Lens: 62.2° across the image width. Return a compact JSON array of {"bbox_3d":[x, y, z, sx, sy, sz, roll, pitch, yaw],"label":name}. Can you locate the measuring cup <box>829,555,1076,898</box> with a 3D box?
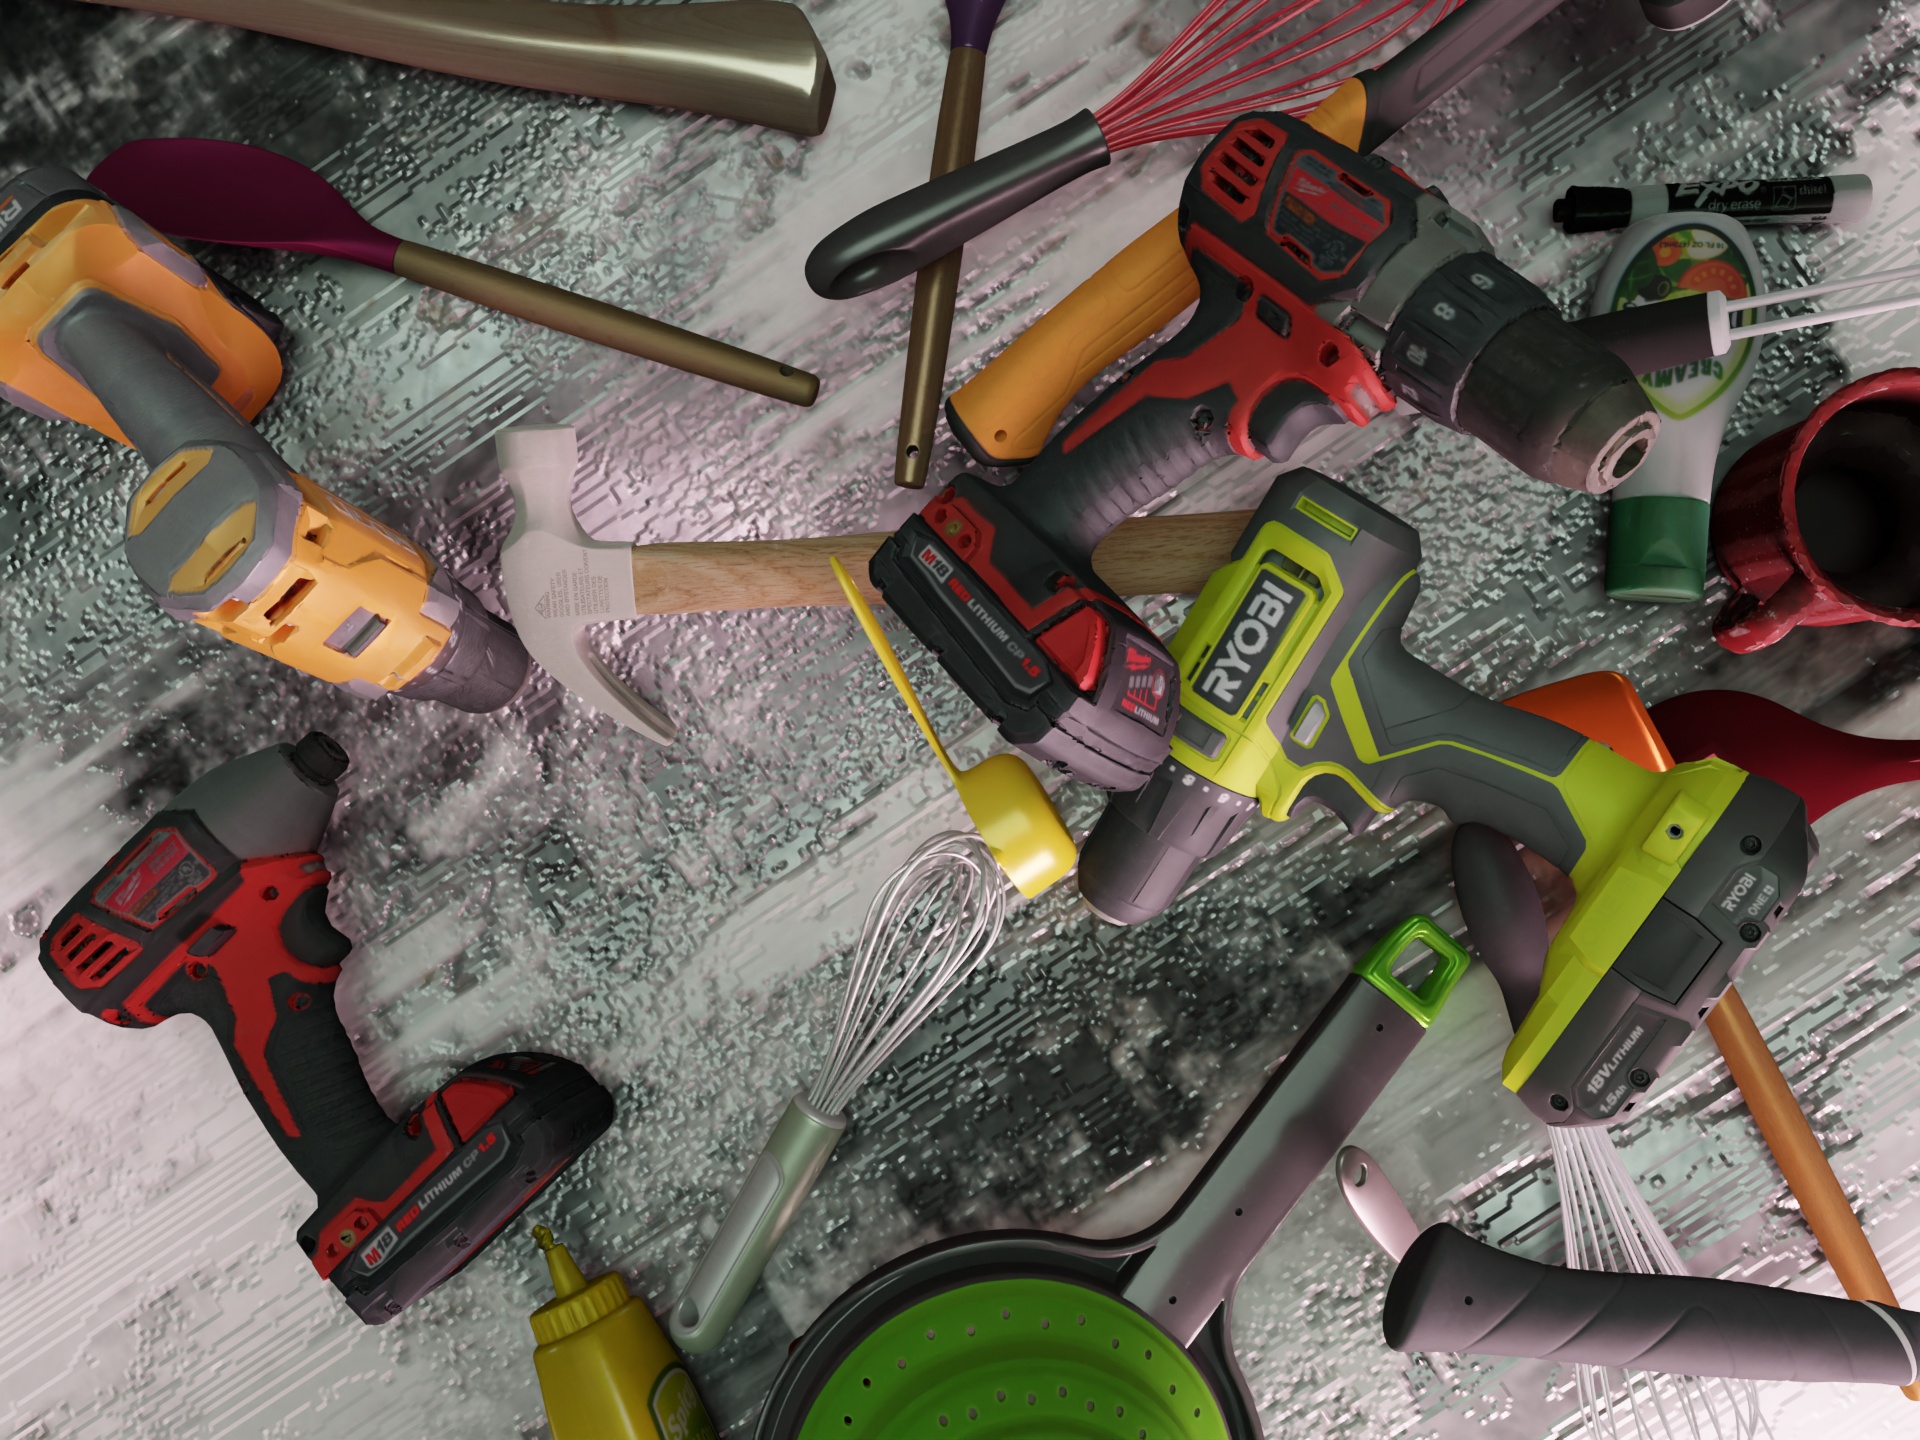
[{"bbox_3d":[-0.001,-0.002,0.622,0.029,0.062,0.156,-30,101,5],"label":"measuring cup"}]

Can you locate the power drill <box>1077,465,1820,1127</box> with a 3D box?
[{"bbox_3d":[0.164,0.041,0.585,0.229,0.080,0.190,36,108,22],"label":"power drill"}]

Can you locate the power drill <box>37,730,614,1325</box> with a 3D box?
[{"bbox_3d":[-0.253,0.117,0.645,0.143,0.078,0.220,-44,84,1],"label":"power drill"}]

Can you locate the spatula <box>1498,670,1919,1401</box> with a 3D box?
[{"bbox_3d":[0.299,0.126,0.622,0.081,0.041,0.322,-27,90,46],"label":"spatula"}]

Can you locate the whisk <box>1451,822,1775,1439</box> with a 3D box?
[{"bbox_3d":[0.244,0.175,0.619,0.070,0.070,0.285,-18,84,3],"label":"whisk"}]

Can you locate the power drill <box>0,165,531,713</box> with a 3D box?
[{"bbox_3d":[-0.271,-0.094,0.621,0.084,0.185,0.226,-46,67,2],"label":"power drill"}]

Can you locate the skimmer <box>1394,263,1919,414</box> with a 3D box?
[{"bbox_3d":[0.314,-0.155,0.527,0.363,0.090,0.127,-6,81,32],"label":"skimmer"}]

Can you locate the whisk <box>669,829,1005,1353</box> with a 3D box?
[{"bbox_3d":[-0.053,0.151,0.645,0.058,0.059,0.246,34,96,42],"label":"whisk"}]

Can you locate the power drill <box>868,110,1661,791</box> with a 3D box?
[{"bbox_3d":[0.097,-0.080,0.541,0.226,0.080,0.188,-48,57,11],"label":"power drill"}]

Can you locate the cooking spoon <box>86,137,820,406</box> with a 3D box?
[{"bbox_3d":[-0.212,-0.187,0.670,0.319,0.017,0.069,18,51,2],"label":"cooking spoon"}]

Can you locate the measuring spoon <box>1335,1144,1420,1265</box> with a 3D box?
[{"bbox_3d":[0.172,0.197,0.604,0.034,0.018,0.124,-56,129,-24],"label":"measuring spoon"}]

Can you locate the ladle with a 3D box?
[{"bbox_3d":[0.418,0.014,0.627,0.315,0.031,0.069,-4,89,2],"label":"ladle"}]

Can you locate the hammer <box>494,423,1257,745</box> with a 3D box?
[{"bbox_3d":[-0.017,-0.060,0.644,0.331,0.031,0.130,-2,104,0],"label":"hammer"}]

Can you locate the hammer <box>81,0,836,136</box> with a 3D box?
[{"bbox_3d":[-0.258,-0.292,0.672,0.410,0.038,0.146,12,91,4],"label":"hammer"}]

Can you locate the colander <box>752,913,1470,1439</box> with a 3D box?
[{"bbox_3d":[0.074,0.237,0.587,0.204,0.094,0.397,39,84,-3],"label":"colander"}]

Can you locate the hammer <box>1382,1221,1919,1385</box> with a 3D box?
[{"bbox_3d":[0.352,0.232,0.575,0.409,0.036,0.149,8,77,-5],"label":"hammer"}]

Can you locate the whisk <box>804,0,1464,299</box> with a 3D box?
[{"bbox_3d":[0.072,-0.239,0.630,0.296,0.073,0.073,-27,87,1],"label":"whisk"}]

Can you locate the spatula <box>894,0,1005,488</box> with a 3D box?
[{"bbox_3d":[-0.003,-0.253,0.664,0.060,0.018,0.316,7,88,4],"label":"spatula"}]

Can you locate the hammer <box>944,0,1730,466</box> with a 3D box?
[{"bbox_3d":[0.126,-0.216,0.603,0.337,0.034,0.127,-37,131,14],"label":"hammer"}]
